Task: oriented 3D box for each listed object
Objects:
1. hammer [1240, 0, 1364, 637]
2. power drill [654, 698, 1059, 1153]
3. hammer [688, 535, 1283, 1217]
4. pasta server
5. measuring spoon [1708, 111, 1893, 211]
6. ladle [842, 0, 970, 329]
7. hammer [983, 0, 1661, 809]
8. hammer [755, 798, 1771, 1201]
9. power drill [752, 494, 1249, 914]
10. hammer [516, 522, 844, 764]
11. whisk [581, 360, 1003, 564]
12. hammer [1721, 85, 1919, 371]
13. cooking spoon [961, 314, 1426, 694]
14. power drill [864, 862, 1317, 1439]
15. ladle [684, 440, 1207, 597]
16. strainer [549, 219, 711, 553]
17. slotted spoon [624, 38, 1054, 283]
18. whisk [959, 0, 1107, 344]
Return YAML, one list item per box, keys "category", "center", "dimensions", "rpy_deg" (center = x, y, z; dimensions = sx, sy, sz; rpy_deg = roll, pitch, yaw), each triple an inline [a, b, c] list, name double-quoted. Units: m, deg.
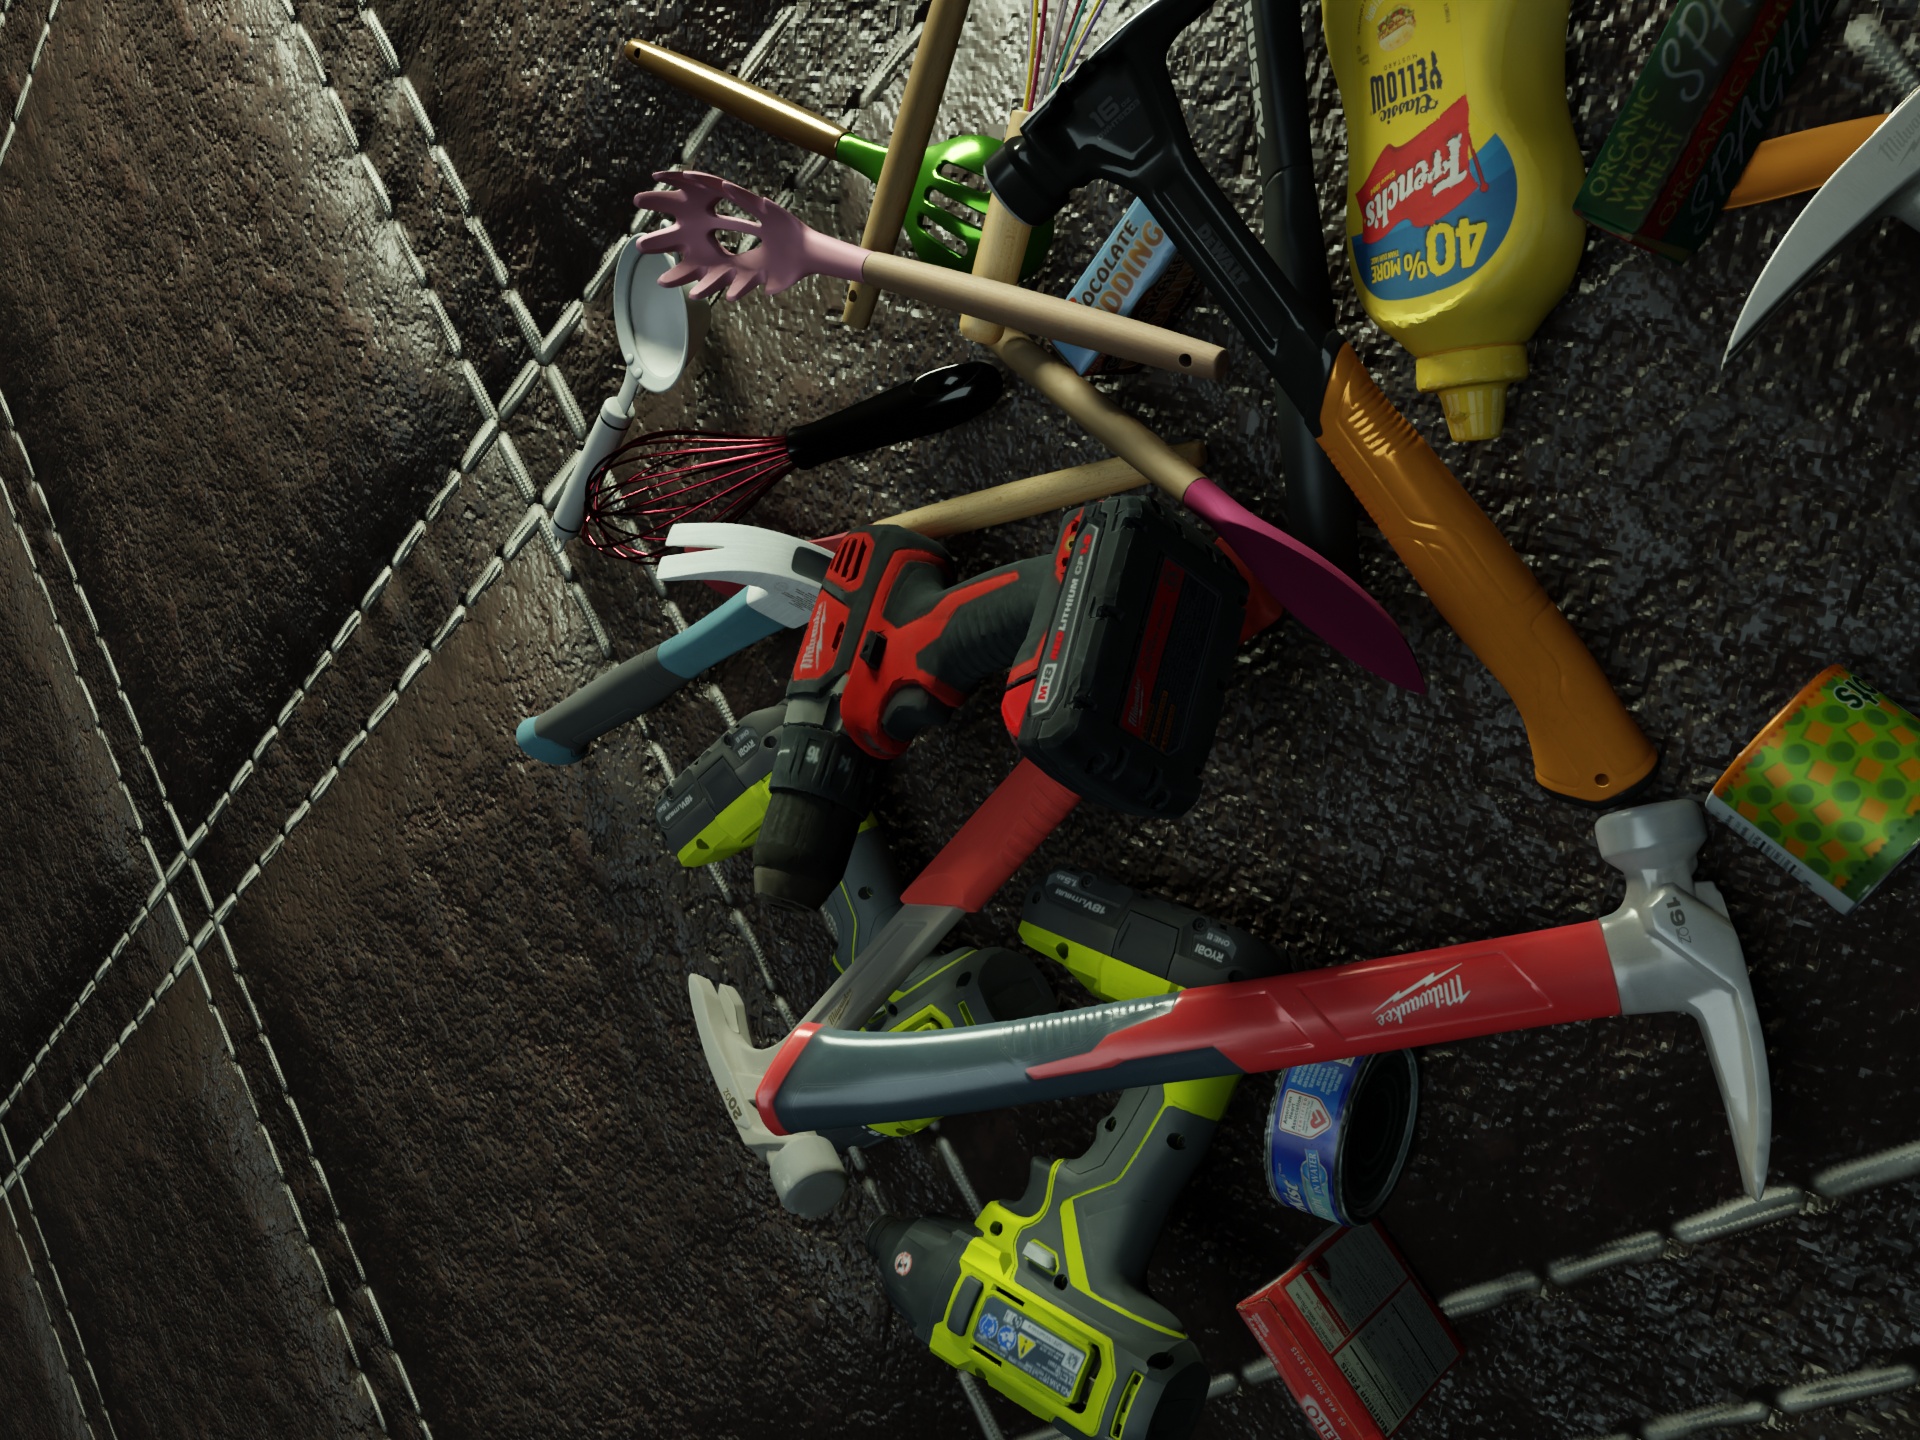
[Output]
- category: "hammer"
  center: [0.130, -0.197, 0.619]
  dimensions: [0.035, 0.146, 0.334]
  rpy_deg: [-9, 103, -3]
- category: "power drill"
  center: [-0.070, 0.117, 0.861]
  dimensions: [0.190, 0.080, 0.228]
  rpy_deg: [-38, 77, 37]
- category: "hammer"
  center: [0.010, 0.052, 0.727]
  dimensions: [0.359, 0.036, 0.149]
  rpy_deg: [-49, 42, 12]
- category: "pasta server"
  center: [-0.024, -0.195, 0.712]
  dimensions: [0.316, 0.040, 0.060]
  rpy_deg: [24, 127, 30]
- category: "measuring spoon"
  center: [0.299, -0.191, 0.534]
  dimensions: [0.117, 0.011, 0.021]
  rpy_deg: [-3, 92, 44]
- category: "ladle"
  center: [-0.010, -0.334, 0.711]
  dimensions: [0.078, 0.062, 0.320]
  rpy_deg: [34, 113, 38]
- category: "hammer"
  center: [0.154, -0.108, 0.579]
  dimensions: [0.127, 0.034, 0.337]
  rpy_deg: [-33, 98, 37]
- category: "hammer"
  center: [0.103, 0.138, 0.626]
  dimensions: [0.386, 0.038, 0.143]
  rpy_deg: [-13, 76, 16]
- category: "power drill"
  center: [-0.001, -0.002, 0.686]
  dimensions: [0.227, 0.080, 0.188]
  rpy_deg: [-1, 66, 49]
- category: "hammer"
  center: [-0.166, -0.029, 0.908]
  dimensions: [0.331, 0.128, 0.033]
  rpy_deg: [-24, 46, 47]
- category: "whisk"
  center: [-0.100, -0.139, 0.847]
  dimensions: [0.296, 0.073, 0.073]
  rpy_deg: [-11, 91, 35]
- category: "hammer"
  center: [0.407, -0.029, 0.425]
  dimensions: [0.146, 0.038, 0.411]
  rpy_deg: [-47, 73, 16]
- category: "cooking spoon"
  center: [0.085, -0.108, 0.670]
  dimensions: [0.017, 0.068, 0.319]
  rpy_deg: [-41, 49, -1]
- category: "power drill"
  center: [0.054, 0.186, 0.707]
  dimensions: [0.171, 0.080, 0.223]
  rpy_deg: [18, 83, 38]
- category: "ladle"
  center: [-0.019, -0.098, 0.795]
  dimensions: [0.315, 0.069, 0.031]
  rpy_deg: [-9, 67, 35]
- category: "strainer"
  center: [-0.196, -0.187, 0.930]
  dimensions: [0.087, 0.050, 0.258]
  rpy_deg: [59, 134, 22]
- category: "slotted spoon"
  center: [-0.076, -0.299, 0.815]
  dimensions: [0.314, 0.031, 0.070]
  rpy_deg: [36, 115, 31]
- category: "whisk"
  center: [0.035, -0.289, 0.699]
  dimensions: [0.051, 0.047, 0.245]
  rpy_deg: [27, 110, 36]
